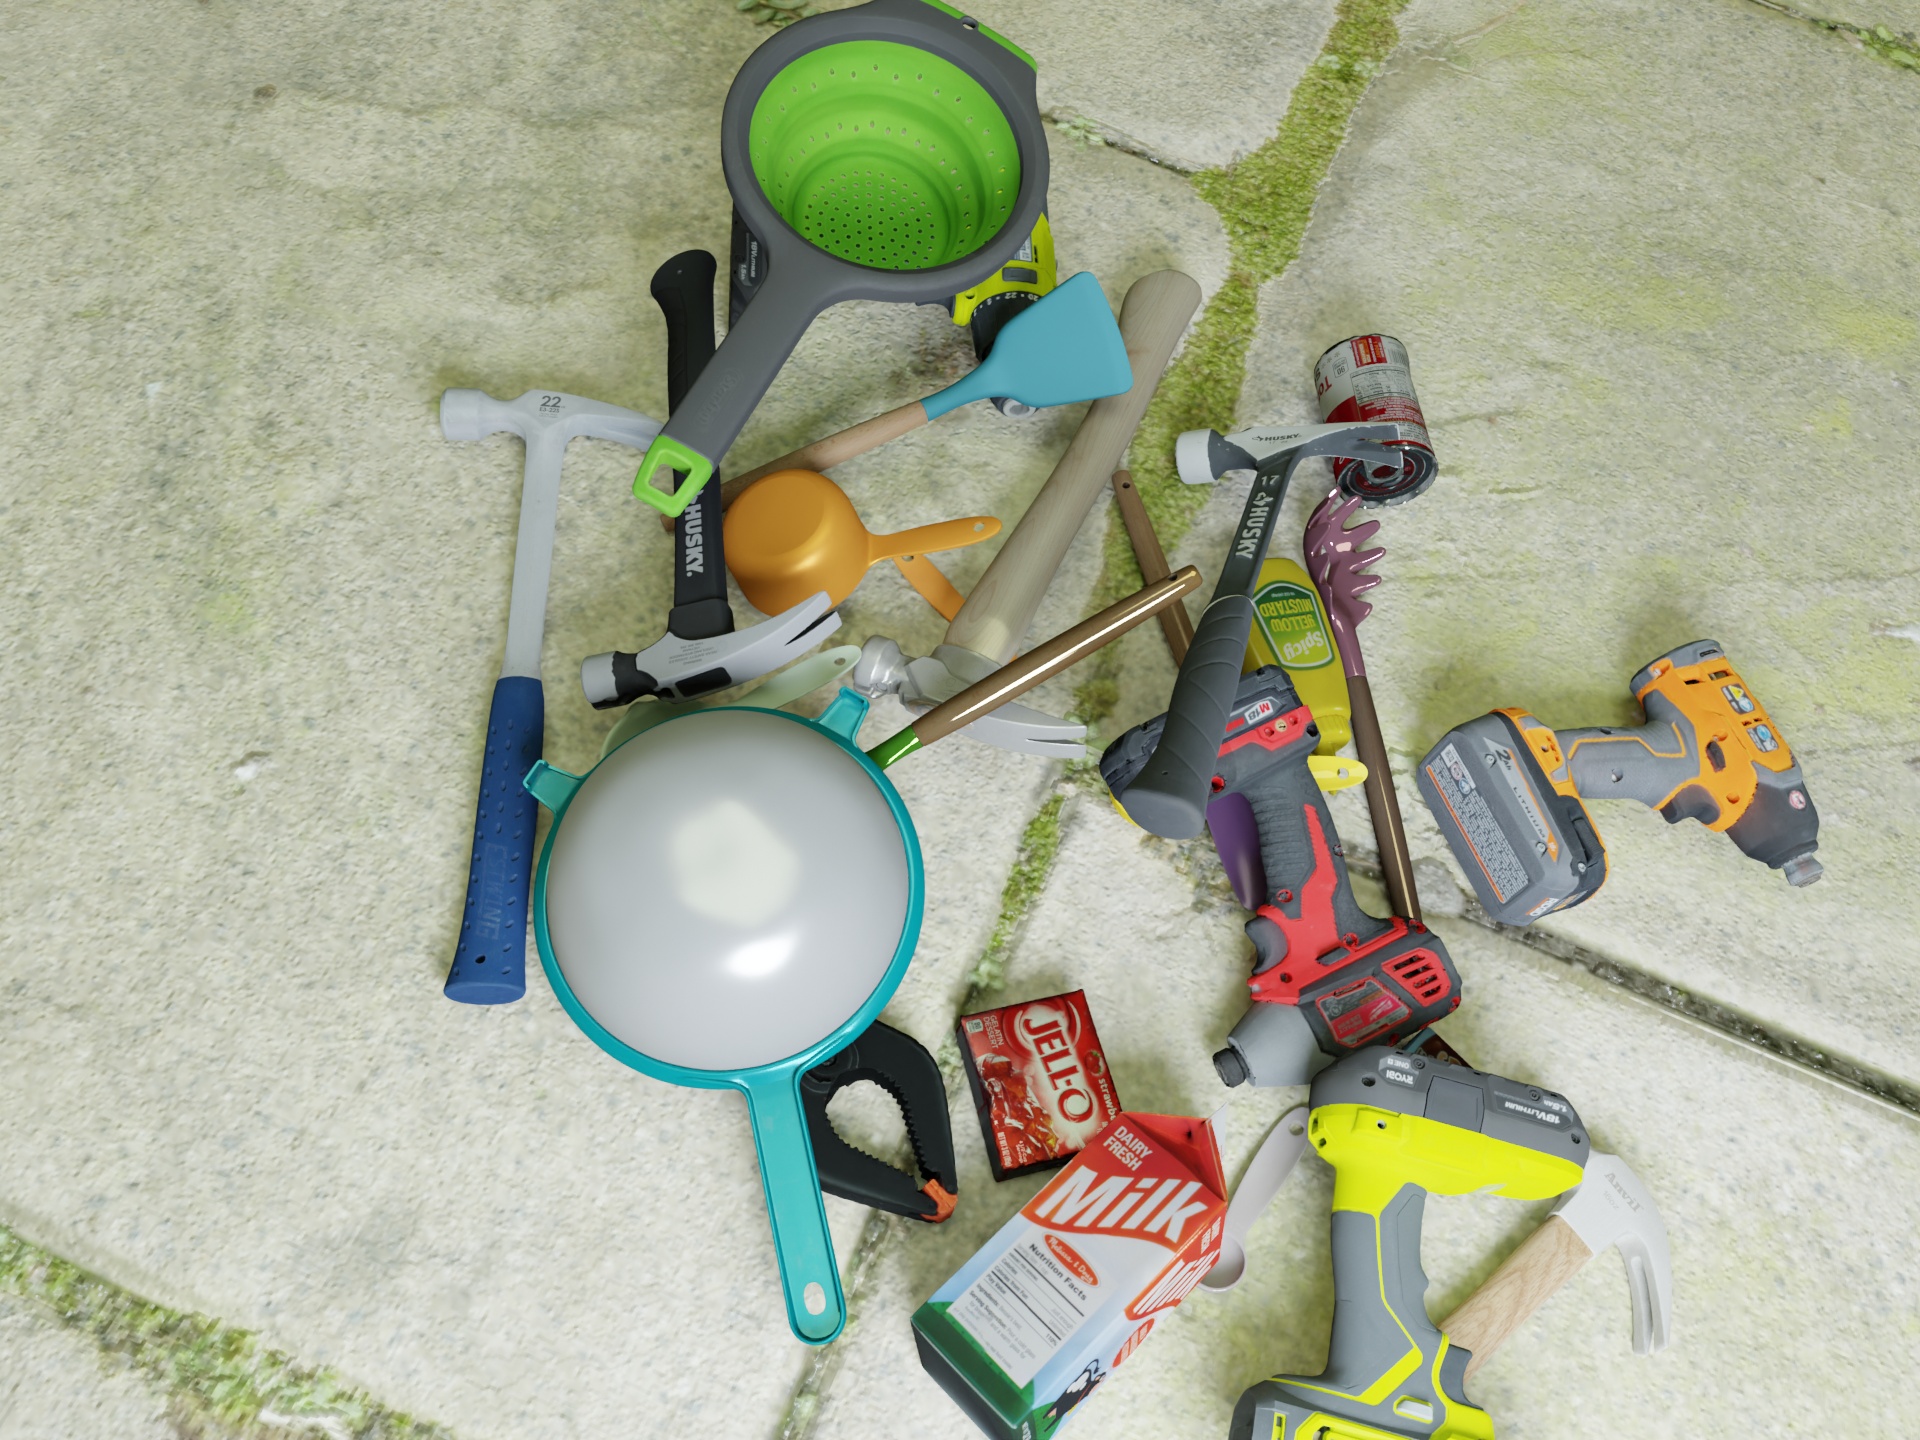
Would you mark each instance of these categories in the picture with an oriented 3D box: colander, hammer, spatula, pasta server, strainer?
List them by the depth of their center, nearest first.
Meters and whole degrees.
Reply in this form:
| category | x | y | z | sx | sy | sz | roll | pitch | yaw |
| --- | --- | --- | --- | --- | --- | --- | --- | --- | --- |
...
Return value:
| category | x | y | z | sx | sy | sz | roll | pitch | yaw |
| --- | --- | --- | --- | --- | --- | --- | --- | --- | --- |
| strainer | -0.109 | 0.135 | 0.796 | 0.211 | 0.095 | 0.341 | -14 | 68 | -4 |
| hammer | 0.241 | 0.338 | 0.815 | 0.331 | 0.031 | 0.130 | -33 | 70 | -22 |
| hammer | 0.162 | -0.071 | 0.915 | 0.149 | 0.036 | 0.409 | -3 | 35 | 23 |
| hammer | -0.254 | -0.032 | 0.943 | 0.144 | 0.035 | 0.406 | 1 | 62 | -7 |
| hammer | -0.157 | -0.163 | 0.973 | 0.146 | 0.035 | 0.335 | -12 | 59 | 7 |
| colander | -0.089 | -0.274 | 0.989 | 0.204 | 0.094 | 0.397 | 29 | 70 | -1 |
| pasta server | 0.260 | -0.004 | 1.000 | 0.060 | 0.040 | 0.316 | 16 | 56 | -37 |
| spatula | 0.151 | -0.029 | 1.009 | 0.060 | 0.018 | 0.316 | -15 | 65 | -6 |
| spatula | -0.046 | -0.191 | 1.025 | 0.317 | 0.044 | 0.082 | -25 | 107 | -7 |
| hammer | 0.084 | -0.153 | 1.036 | 0.146 | 0.038 | 0.411 | 19 | 58 | 15 |

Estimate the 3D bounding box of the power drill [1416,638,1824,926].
| category | x | y | z | sx | sy | sz | roll | pitch | yaw |
| --- | --- | --- | --- | --- | --- | --- | --- | --- | --- |
| power drill | 0.414 | 0.049 | 0.971 | 0.226 | 0.084 | 0.164 | -15 | 65 | -20 |

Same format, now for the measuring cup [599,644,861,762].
| category | x | y | z | sx | sy | sz | roll | pitch | yaw |
| --- | --- | --- | --- | --- | --- | --- | --- | --- | --- |
| measuring cup | -0.128 | 0.006 | 0.929 | 0.167 | 0.038 | 0.083 | -30 | 60 | -16 |

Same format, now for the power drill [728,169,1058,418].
| category | x | y | z | sx | sy | sz | roll | pitch | yaw |
| --- | --- | --- | --- | --- | --- | --- | --- | --- | --- |
| power drill | -0.043 | -0.299 | 1.097 | 0.228 | 0.080 | 0.191 | 2 | 66 | -9 |

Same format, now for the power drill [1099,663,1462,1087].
| category | x | y | z | sx | sy | sz | roll | pitch | yaw |
| --- | --- | --- | --- | --- | --- | --- | --- | --- | --- |
| power drill | 0.171 | 0.093 | 0.894 | 0.143 | 0.078 | 0.220 | -25 | 82 | -9 |

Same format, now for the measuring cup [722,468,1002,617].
| category | x | y | z | sx | sy | sz | roll | pitch | yaw |
| --- | --- | --- | --- | --- | --- | --- | --- | --- | --- |
| measuring cup | -0.064 | -0.118 | 0.973 | 0.173 | 0.052 | 0.095 | -8 | 60 | 14 |

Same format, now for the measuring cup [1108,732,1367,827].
| category | x | y | z | sx | sy | sz | roll | pitch | yaw |
| --- | --- | --- | --- | --- | --- | --- | --- | --- | --- |
| measuring cup | 0.166 | 0.037 | 0.960 | 0.156 | 0.029 | 0.062 | -2 | 74 | -4 |

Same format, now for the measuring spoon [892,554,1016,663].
| category | x | y | z | sx | sy | sz | roll | pitch | yaw |
| --- | --- | --- | --- | --- | --- | --- | --- | --- | --- |
| measuring spoon | -0.006 | -0.076 | 1.016 | 0.021 | 0.011 | 0.117 | -36 | 72 | -23 |

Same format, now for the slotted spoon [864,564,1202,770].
| category | x | y | z | sx | sy | sz | roll | pitch | yaw |
| --- | --- | --- | --- | --- | --- | --- | --- | --- | --- |
| slotted spoon | -0.001 | -0.003 | 0.901 | 0.314 | 0.031 | 0.070 | -30 | 45 | 6 |

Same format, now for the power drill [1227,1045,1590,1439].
| category | x | y | z | sx | sy | sz | roll | pitch | yaw |
| --- | --- | --- | --- | --- | --- | --- | --- | --- | --- |
| power drill | 0.234 | 0.289 | 0.782 | 0.171 | 0.080 | 0.223 | 15 | 65 | 2 |

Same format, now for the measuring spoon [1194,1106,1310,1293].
| category | x | y | z | sx | sy | sz | roll | pitch | yaw |
| --- | --- | --- | --- | --- | --- | --- | --- | --- | --- |
| measuring spoon | 0.159 | 0.258 | 0.859 | 0.034 | 0.018 | 0.124 | 27 | 53 | 25 |
